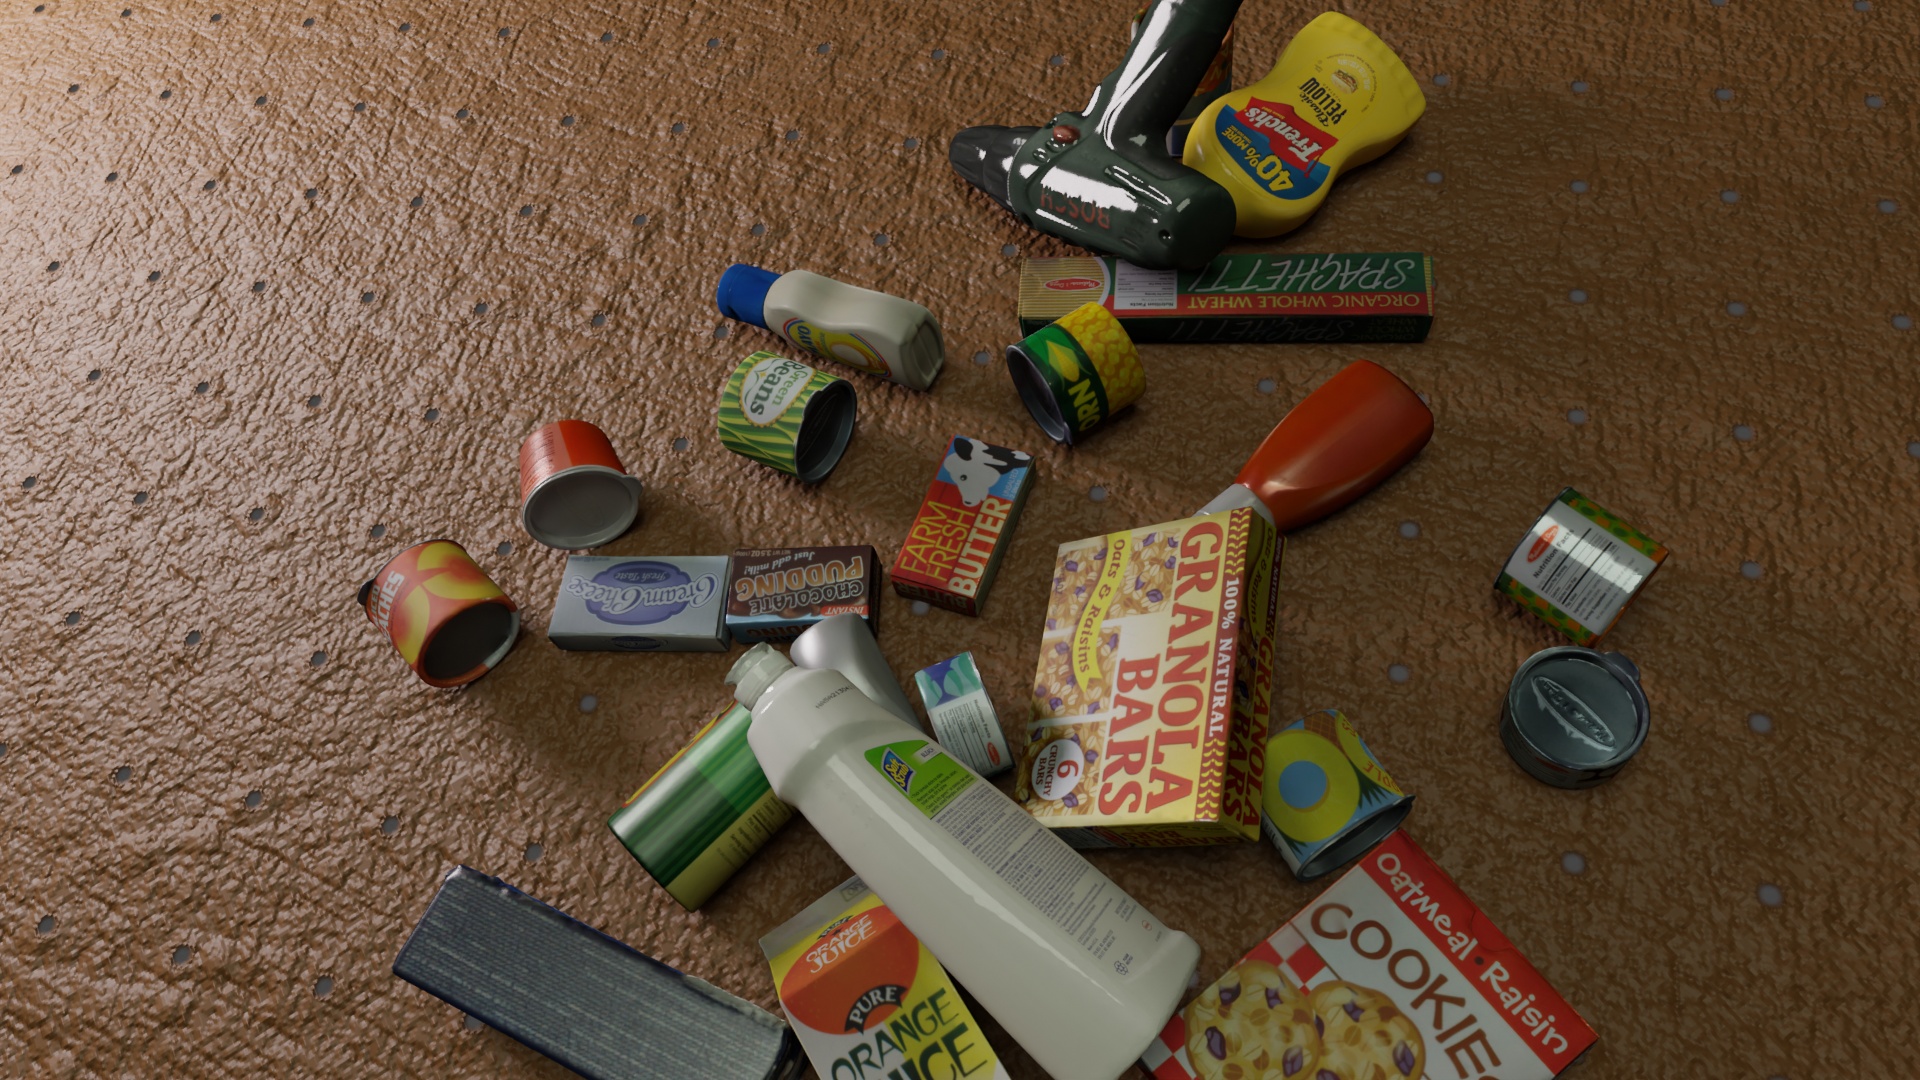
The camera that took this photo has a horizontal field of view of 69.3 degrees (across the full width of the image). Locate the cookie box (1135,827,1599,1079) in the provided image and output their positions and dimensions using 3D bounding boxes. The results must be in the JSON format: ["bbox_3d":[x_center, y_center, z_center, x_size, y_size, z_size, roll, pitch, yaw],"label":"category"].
[{"bbox_3d":[0.182,0.233,0.635,0.168,0.040,0.123,-35,62,-12],"label":"cookie box"}]

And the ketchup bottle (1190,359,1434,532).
[{"bbox_3d":[0.193,-0.039,0.784,0.149,0.043,0.065,-36,61,-12],"label":"ketchup bottle"}]

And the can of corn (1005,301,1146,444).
[{"bbox_3d":[0.070,-0.098,0.823,0.058,0.071,0.071,-31,61,-9],"label":"can of corn"}]

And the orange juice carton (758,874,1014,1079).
[{"bbox_3d":[-0.020,0.245,0.639,0.072,0.072,0.193,-32,61,-9],"label":"orange juice carton"}]

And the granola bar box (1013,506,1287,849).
[{"bbox_3d":[0.097,0.072,0.707,0.124,0.039,0.166,-13,54,39],"label":"granola bar box"}]

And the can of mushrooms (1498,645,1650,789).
[{"bbox_3d":[0.310,0.088,0.701,0.071,0.033,0.071,-4,60,7],"label":"can of mushrooms"}]

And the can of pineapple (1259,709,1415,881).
[{"bbox_3d":[0.178,0.124,0.681,0.071,0.070,0.058,-28,61,-8],"label":"can of pineapple"}]

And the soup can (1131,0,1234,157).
[{"bbox_3d":[0.149,-0.309,0.920,0.071,0.083,0.071,-4,60,6],"label":"soup can"}]

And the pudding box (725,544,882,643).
[{"bbox_3d":[-0.089,0.031,0.794,0.084,0.030,0.050,-2,61,8],"label":"pudding box"}]

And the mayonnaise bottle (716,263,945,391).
[{"bbox_3d":[-0.084,-0.139,0.873,0.148,0.064,0.041,20,70,23],"label":"mayonnaise bottle"}]

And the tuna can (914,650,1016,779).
[{"bbox_3d":[0.002,0.093,0.727,0.033,0.070,0.071,-21,60,-3],"label":"tuna can"}]

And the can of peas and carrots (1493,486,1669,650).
[{"bbox_3d":[0.323,0.015,0.724,0.059,0.070,0.071,39,73,25],"label":"can of peas and carrots"}]

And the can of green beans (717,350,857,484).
[{"bbox_3d":[-0.104,-0.075,0.835,0.058,0.071,0.071,22,67,20],"label":"can of green beans"}]

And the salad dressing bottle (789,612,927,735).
[{"bbox_3d":[-0.038,0.109,0.728,0.044,0.064,0.148,-31,68,0],"label":"salad dressing bottle"}]

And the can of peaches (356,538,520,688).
[{"bbox_3d":[-0.298,0.043,0.796,0.058,0.071,0.071,40,73,24],"label":"can of peaches"}]

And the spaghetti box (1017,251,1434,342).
[{"bbox_3d":[0.162,-0.150,0.859,0.250,0.028,0.050,1,61,9],"label":"spaghetti box"}]

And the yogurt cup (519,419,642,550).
[{"bbox_3d":[-0.233,-0.035,0.835,0.072,0.072,0.054,-24,52,-5],"label":"yogurt cup"}]

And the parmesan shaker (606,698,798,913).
[{"bbox_3d":[-0.124,0.131,0.719,0.103,0.071,0.071,-43,64,-15],"label":"parmesan shaker"}]

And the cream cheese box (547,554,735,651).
[{"bbox_3d":[-0.183,0.036,0.808,0.104,0.024,0.053,0,61,9],"label":"cream cheese box"}]

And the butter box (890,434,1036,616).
[{"bbox_3d":[0.003,-0.010,0.807,0.053,0.024,0.104,16,64,16],"label":"butter box"}]
